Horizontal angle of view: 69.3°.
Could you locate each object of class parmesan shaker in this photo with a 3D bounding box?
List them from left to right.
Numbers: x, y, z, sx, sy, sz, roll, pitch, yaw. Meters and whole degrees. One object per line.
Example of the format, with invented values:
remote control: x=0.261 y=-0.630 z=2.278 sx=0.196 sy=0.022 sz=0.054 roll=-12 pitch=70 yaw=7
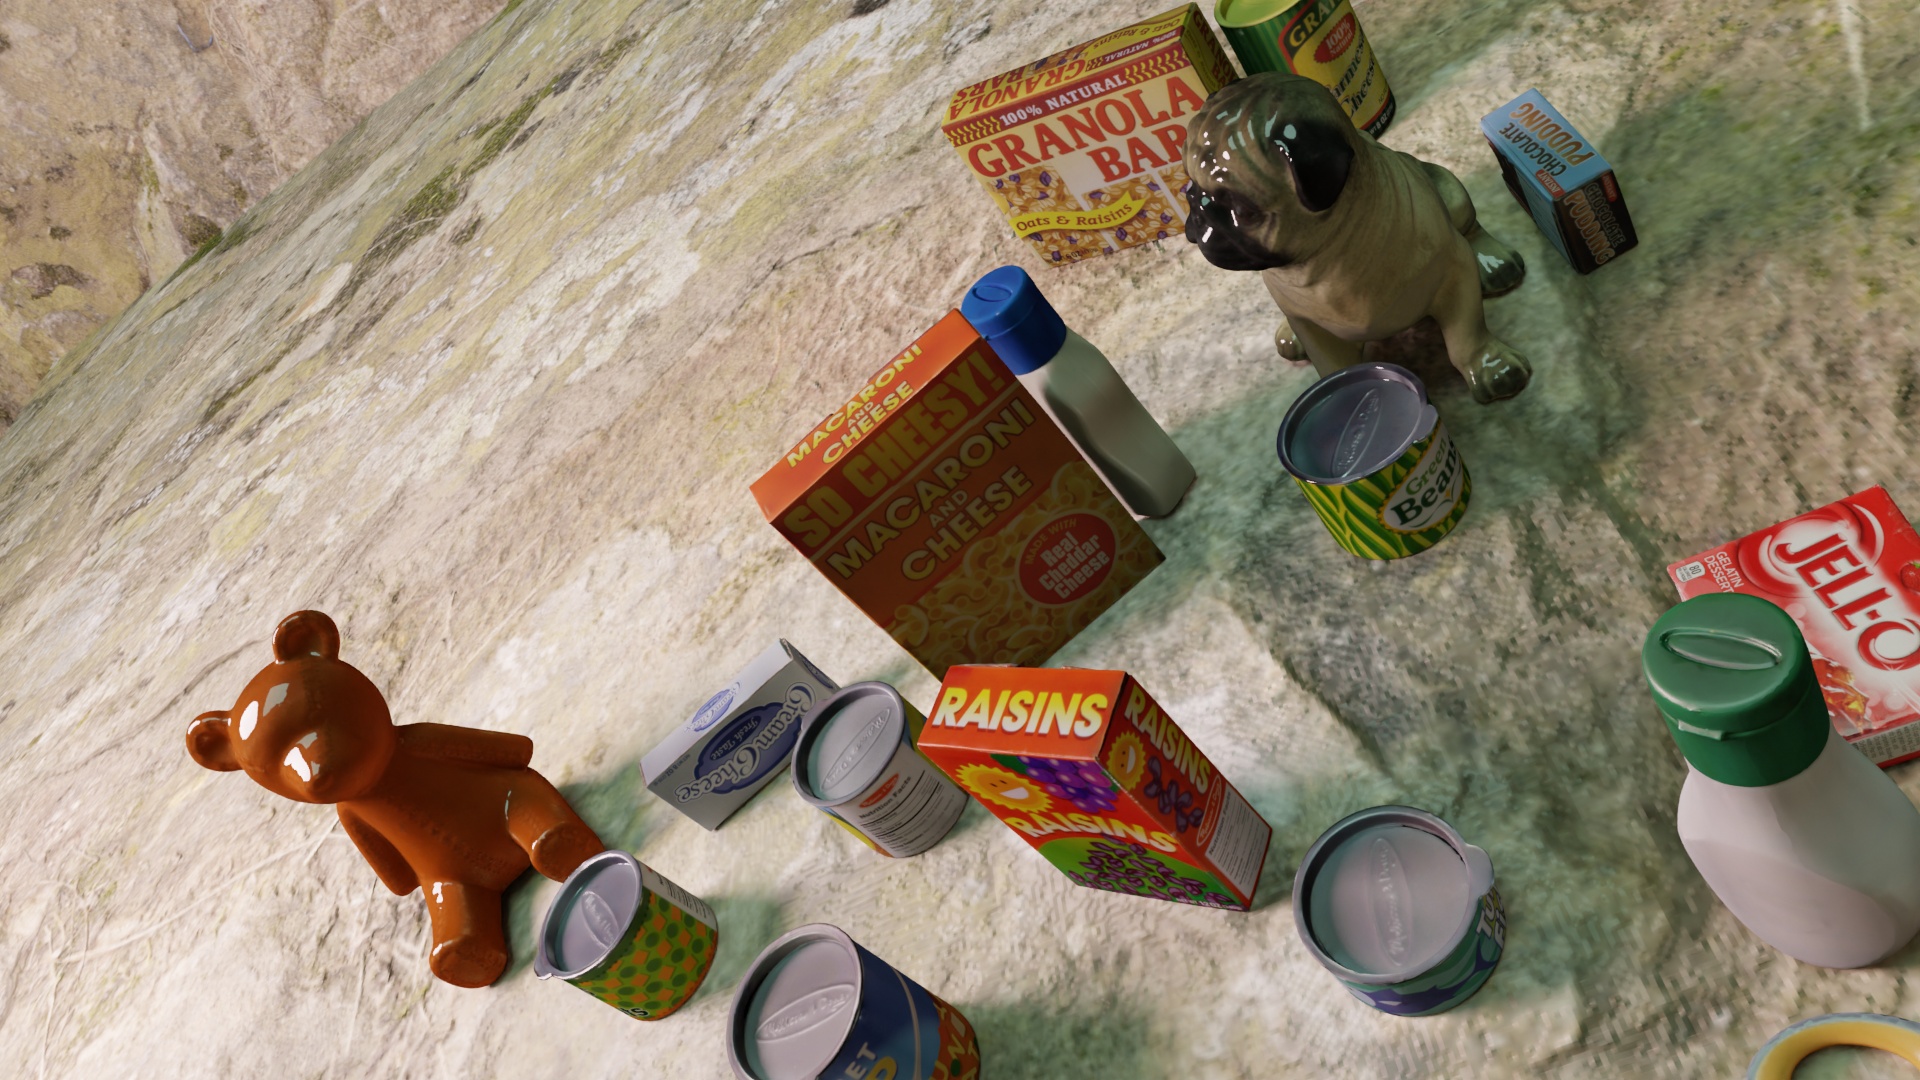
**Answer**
parmesan shaker: x=0.196 y=-0.272 z=0.778 sx=0.071 sy=0.103 sz=0.072 roll=-25 pitch=41 yaw=24

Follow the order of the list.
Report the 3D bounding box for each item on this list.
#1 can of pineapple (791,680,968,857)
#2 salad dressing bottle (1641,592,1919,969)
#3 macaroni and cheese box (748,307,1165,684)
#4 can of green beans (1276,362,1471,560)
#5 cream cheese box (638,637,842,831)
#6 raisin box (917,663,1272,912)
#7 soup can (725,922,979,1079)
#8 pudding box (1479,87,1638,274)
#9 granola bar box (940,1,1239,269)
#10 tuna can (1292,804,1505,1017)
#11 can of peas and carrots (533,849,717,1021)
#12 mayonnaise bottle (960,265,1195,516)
can of pineapple: x=-0.038 y=0.108 z=0.661 sx=0.071 sy=0.057 sz=0.071 roll=-24 pitch=41 yaw=23
salad dressing bottle: x=0.227 y=0.069 z=0.384 sx=0.064 sy=0.147 sz=0.044 roll=13 pitch=64 yaw=48
macaroni and cheese box: x=0.002 y=-0.008 z=0.647 sx=0.123 sy=0.166 sz=0.040 roll=-41 pitch=37 yaw=3
can of green beans: x=0.179 y=-0.034 z=0.601 sx=0.071 sy=0.057 sz=0.071 roll=-24 pitch=41 yaw=23
cream cheese box: x=-0.114 y=0.104 z=0.739 sx=0.104 sy=0.053 sz=0.024 roll=-42 pitch=37 yaw=2
raisin box: x=0.054 y=0.095 z=0.536 sx=0.086 sy=0.123 sz=0.040 roll=-2 pitch=53 yaw=41
soup can: x=-0.041 y=0.203 z=0.552 sx=0.071 sy=0.083 sz=0.072 roll=-25 pitch=41 yaw=24
pudding box: x=0.278 y=-0.169 z=0.648 sx=0.030 sy=0.049 sz=0.084 roll=-30 pitch=39 yaw=17
granola bar box: x=0.089 y=-0.231 z=0.818 sx=0.165 sy=0.124 sz=0.039 roll=-7 pitch=50 yaw=38
tuna can: x=0.156 y=0.129 z=0.486 sx=0.071 sy=0.032 sz=0.071 roll=-24 pitch=41 yaw=23
can of peas and carrots: x=-0.166 y=0.199 z=0.690 sx=0.071 sy=0.058 sz=0.071 roll=-24 pitch=41 yaw=23
mayonnaise bottle: x=0.055 y=-0.070 z=0.674 sx=0.041 sy=0.147 sz=0.065 roll=-52 pitch=38 yaw=-11
